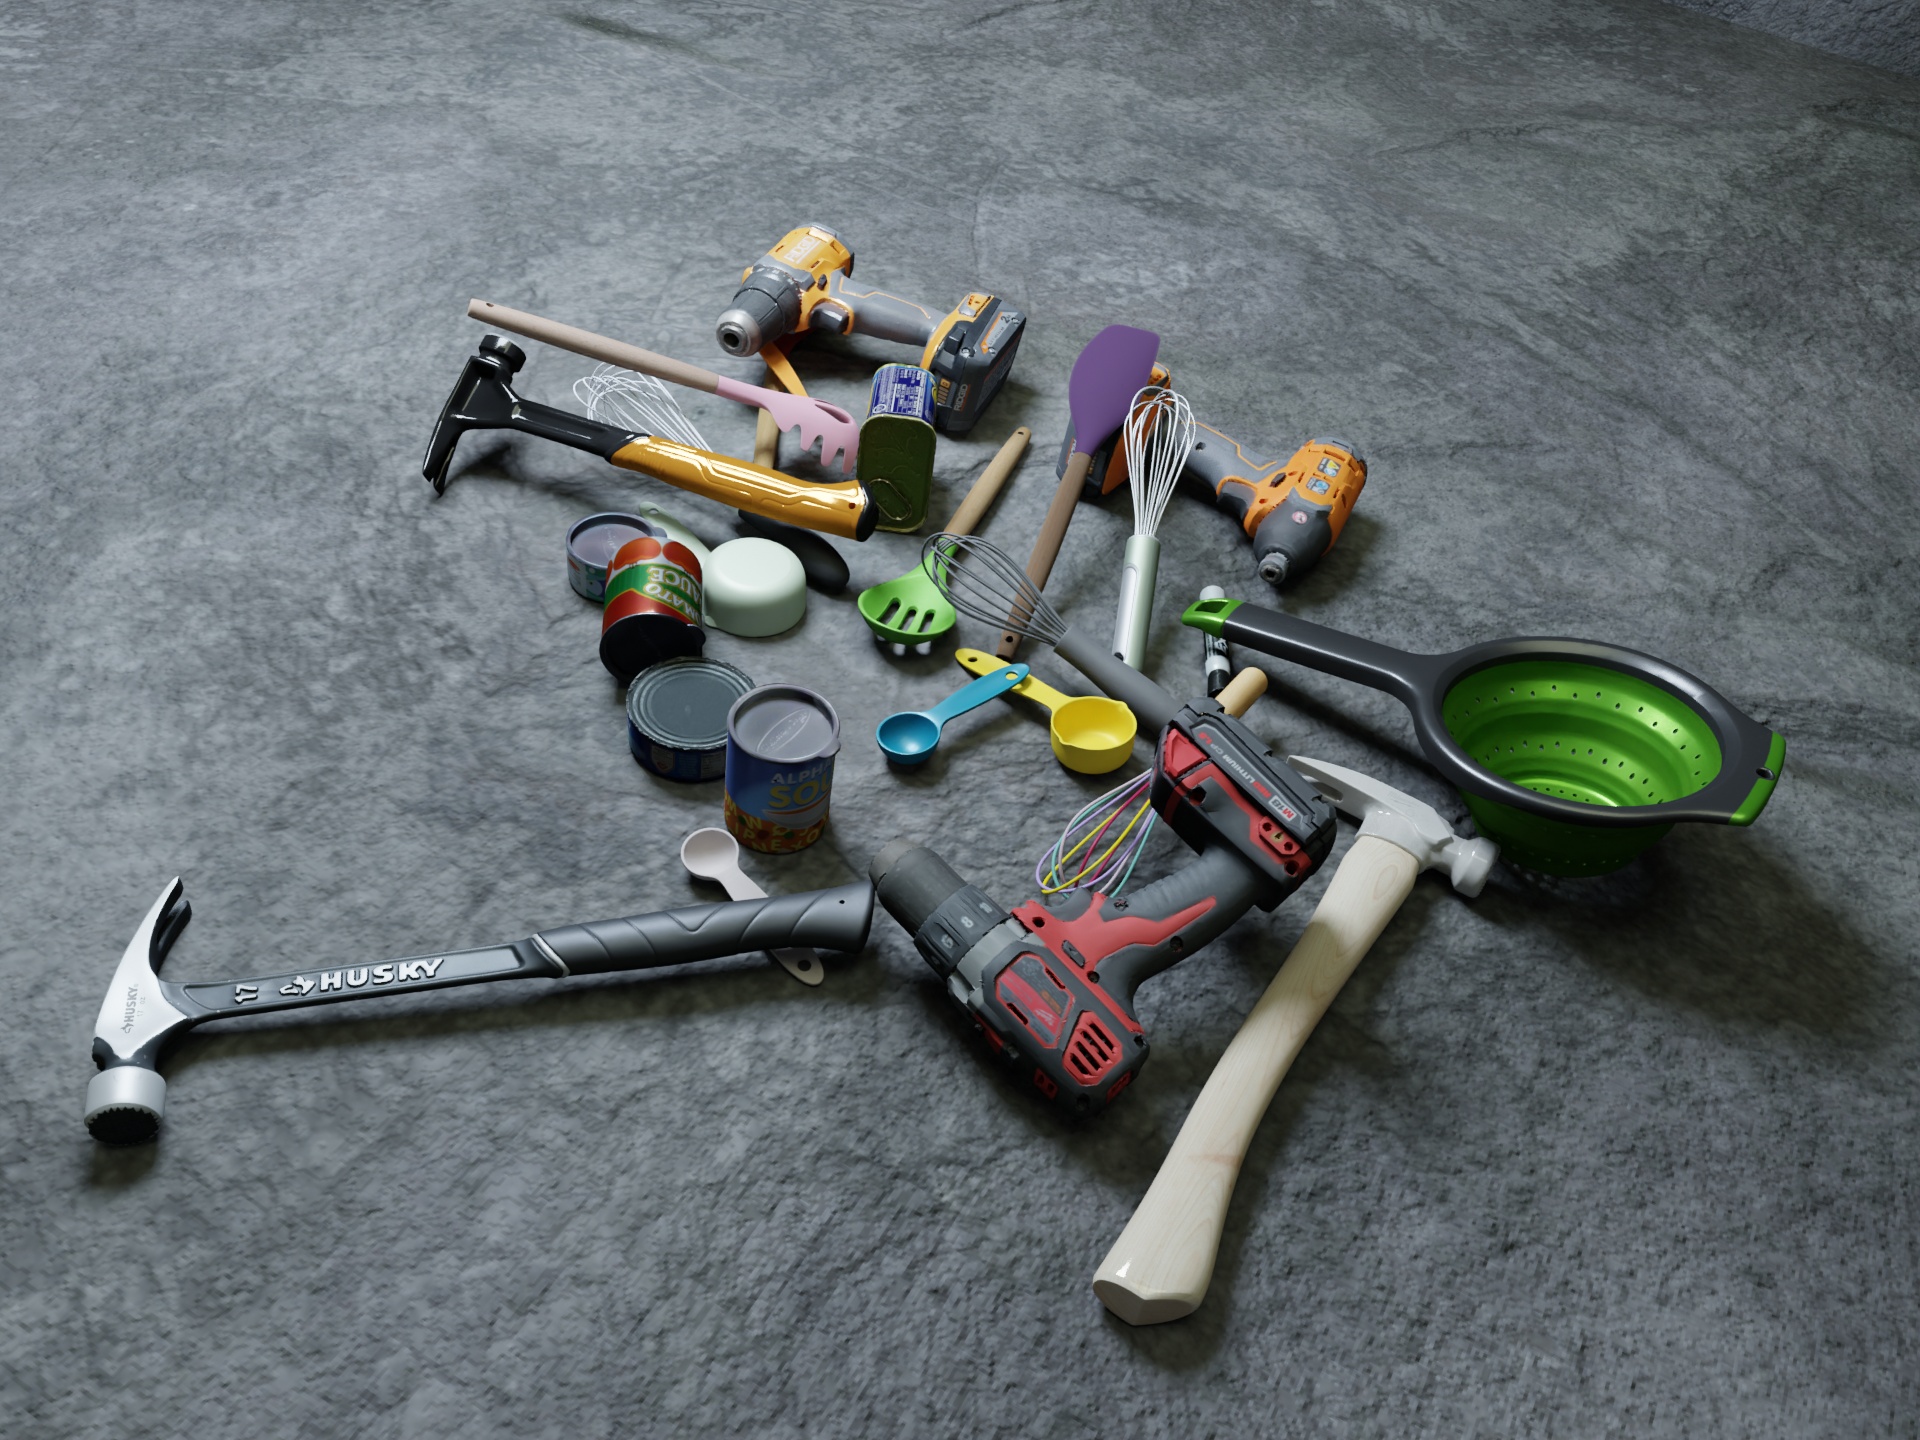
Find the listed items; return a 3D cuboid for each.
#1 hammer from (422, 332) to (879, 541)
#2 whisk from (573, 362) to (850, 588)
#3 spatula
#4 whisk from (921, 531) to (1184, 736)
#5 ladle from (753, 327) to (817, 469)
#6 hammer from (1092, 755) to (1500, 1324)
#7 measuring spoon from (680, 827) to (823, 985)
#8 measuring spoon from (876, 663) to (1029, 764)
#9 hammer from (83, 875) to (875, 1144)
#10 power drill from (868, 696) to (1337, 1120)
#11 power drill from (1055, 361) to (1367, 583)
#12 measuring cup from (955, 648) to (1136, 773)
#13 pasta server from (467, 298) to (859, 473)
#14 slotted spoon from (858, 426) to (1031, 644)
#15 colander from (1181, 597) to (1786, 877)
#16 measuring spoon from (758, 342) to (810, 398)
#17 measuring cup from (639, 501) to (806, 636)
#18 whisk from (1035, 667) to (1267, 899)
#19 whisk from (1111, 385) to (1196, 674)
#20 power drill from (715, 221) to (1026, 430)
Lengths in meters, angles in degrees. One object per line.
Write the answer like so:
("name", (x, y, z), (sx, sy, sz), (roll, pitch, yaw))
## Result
("hammer", (-0.221, -0.183, 1.152), (0.337, 0.034, 0.127), (17, 72, 11))
("whisk", (-0.186, -0.184, 1.197), (0.285, 0.070, 0.070), (39, 50, 19))
("spatula", (0.081, -0.176, 1.187), (0.060, 0.018, 0.316), (15, 65, 12))
("whisk", (0.070, -0.053, 1.095), (0.239, 0.055, 0.055), (38, 48, 8))
("ladle", (-0.153, -0.280, 1.321), (0.069, 0.031, 0.316), (8, 45, -8))
("hammer", (0.177, 0.167, 0.913), (0.146, 0.038, 0.411), (27, 46, 19))
("measuring spoon", (-0.121, 0.112, 0.934), (0.034, 0.018, 0.124), (-33, 64, -26))
("measuring spoon", (-0.002, -0.003, 1.062), (0.128, 0.021, 0.042), (-30, 49, -31))
("hammer", (-0.245, 0.128, 0.867), (0.409, 0.036, 0.149), (-6, 45, -14))
("power drill", (0.079, 0.088, 0.901), (0.227, 0.080, 0.188), (-41, 72, -17))
("power drill", (0.196, -0.193, 1.260), (0.226, 0.084, 0.164), (25, 47, 11))
("measuring cup", (0.053, -0.009, 1.087), (0.062, 0.029, 0.157), (-31, 45, -34))
("pasta server", (-0.213, -0.255, 1.201), (0.316, 0.040, 0.060), (14, 32, -23))
("slotted spoon", (0.001, -0.146, 1.212), (0.070, 0.031, 0.314), (20, 42, 9))
("colander", (0.329, 0.010, 1.075), (0.397, 0.094, 0.204), (21, 41, 29))
("measuring spoon", (-0.147, -0.284, 1.305), (0.021, 0.011, 0.117), (-6, 48, -37))
("measuring cup", (-0.178, -0.124, 1.144), (0.083, 0.038, 0.168), (-31, 59, -35))
("whisk", (0.131, 0.038, 1.019), (0.051, 0.047, 0.245), (38, 54, 15))
("whisk", (0.134, -0.136, 1.157), (0.059, 0.058, 0.246), (23, 65, -29))
("power drill", (-0.079, -0.323, 1.320), (0.226, 0.084, 0.185), (25, 43, 5))
